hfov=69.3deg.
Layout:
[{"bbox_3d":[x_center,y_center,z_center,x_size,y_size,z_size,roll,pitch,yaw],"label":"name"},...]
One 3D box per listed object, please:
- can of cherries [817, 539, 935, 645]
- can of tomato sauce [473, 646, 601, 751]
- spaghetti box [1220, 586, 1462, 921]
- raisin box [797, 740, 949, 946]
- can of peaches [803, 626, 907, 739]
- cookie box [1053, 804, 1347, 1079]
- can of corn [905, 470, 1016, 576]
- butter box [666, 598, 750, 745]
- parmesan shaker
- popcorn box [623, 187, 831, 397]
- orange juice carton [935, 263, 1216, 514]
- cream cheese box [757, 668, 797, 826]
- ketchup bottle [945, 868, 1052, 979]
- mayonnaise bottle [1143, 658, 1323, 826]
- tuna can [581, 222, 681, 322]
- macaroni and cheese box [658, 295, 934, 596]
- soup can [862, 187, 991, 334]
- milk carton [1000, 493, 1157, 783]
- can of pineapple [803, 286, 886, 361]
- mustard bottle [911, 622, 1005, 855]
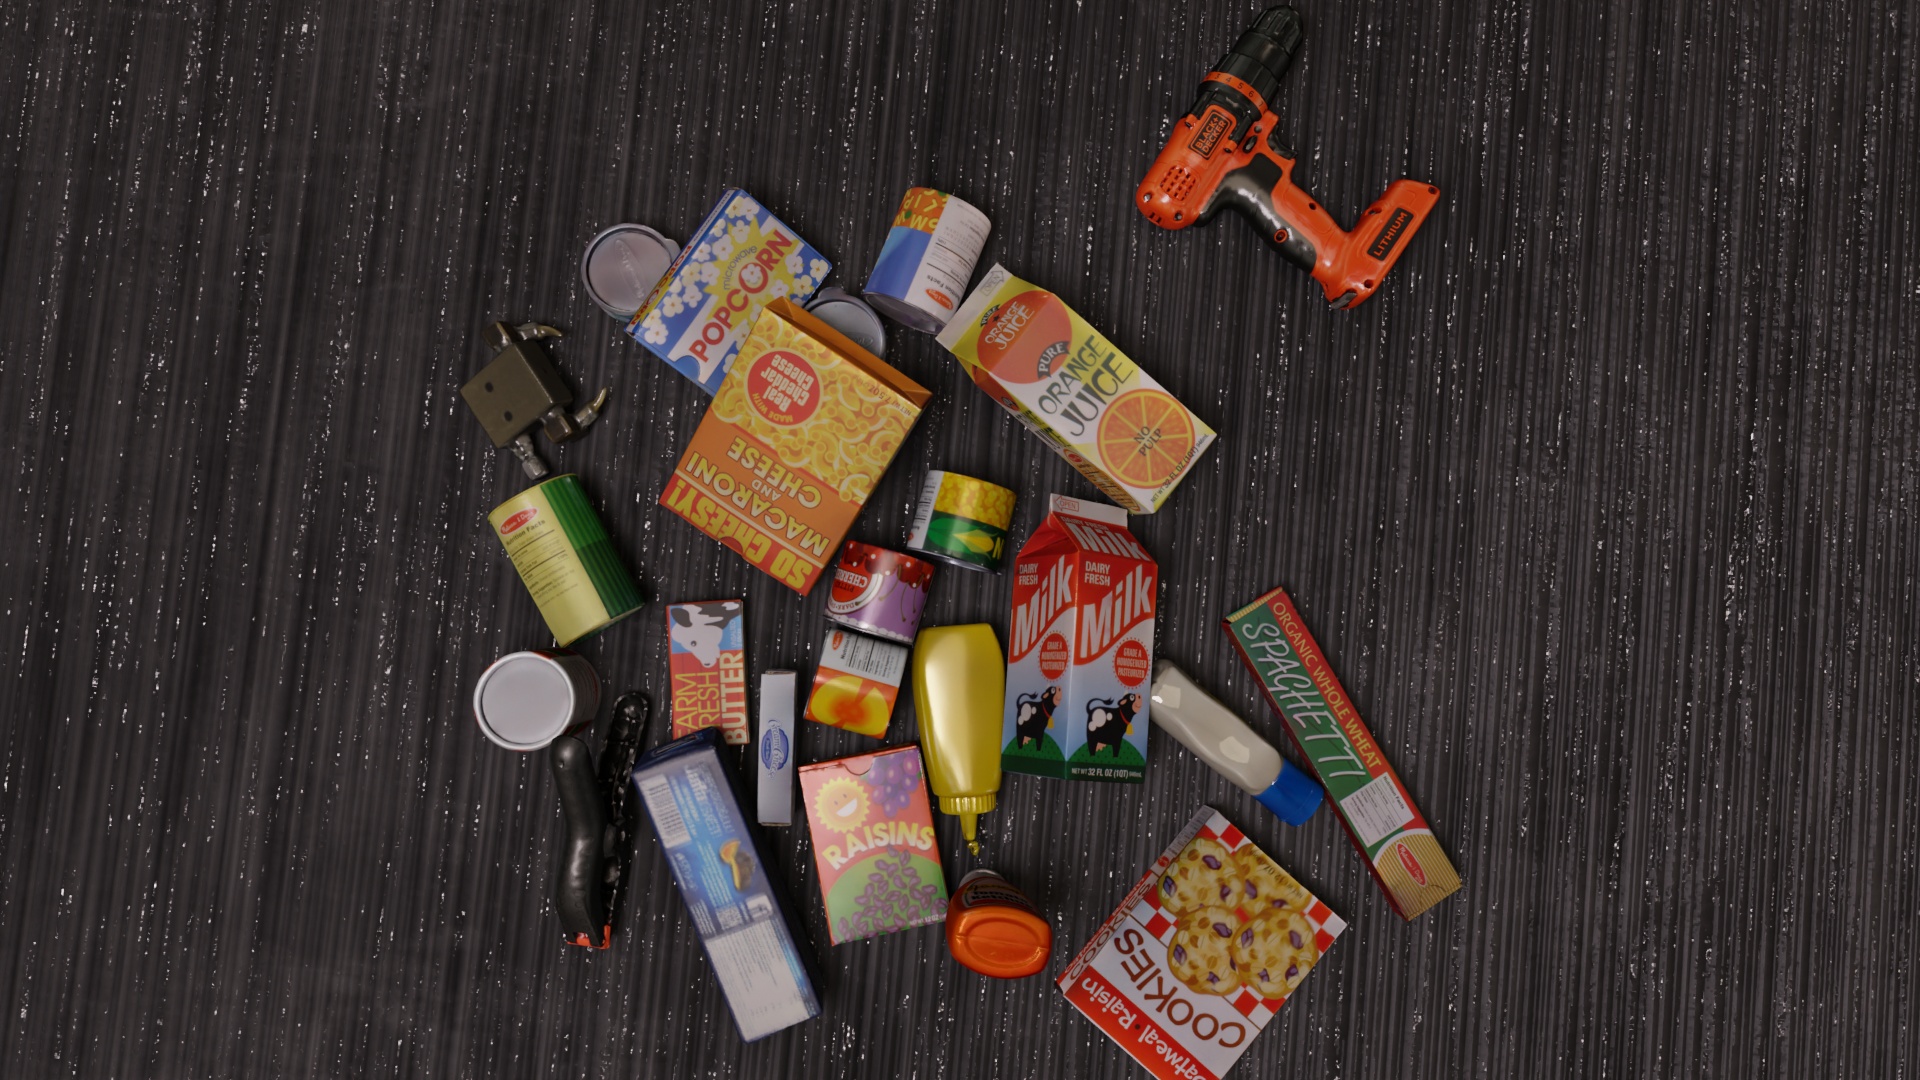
[{"bbox_3d":[-0.058,0.035,0.961,0.071,0.071,0.058,17,86,-2],"label":"can of cherries"},{"bbox_3d":[-0.285,0.107,0.936,0.071,0.083,0.071,0,87,-3],"label":"can of tomato sauce"},{"bbox_3d":[0.271,0.150,0.994,0.050,0.028,0.250,-31,89,-5],"label":"spaghetti box"},{"bbox_3d":[-0.060,0.209,0.965,0.086,0.040,0.123,-11,87,-3],"label":"raisin box"},{"bbox_3d":[-0.072,0.100,0.959,0.058,0.071,0.071,15,86,-3],"label":"can of peaches"},{"bbox_3d":[0.167,0.290,0.974,0.123,0.040,0.167,41,84,0],"label":"cookie box"},{"bbox_3d":[0.003,-0.012,0.970,0.071,0.071,0.058,16,86,-2],"label":"can of corn"},{"bbox_3d":[-0.176,0.094,0.973,0.053,0.024,0.103,-3,87,-4],"label":"butter box"},{"bbox_3d":[-0.270,0.016,0.953,0.071,0.071,0.103,-29,90,-4],"label":"parmesan shaker"},{"bbox_3d":[-0.161,-0.169,0.966,0.085,0.038,0.127,38,84,-30],"label":"popcorn box"},{"bbox_3d":[0.077,-0.105,0.968,0.192,0.073,0.072,40,85,-6],"label":"orange juice carton"},{"bbox_3d":[-0.126,0.141,0.958,0.024,0.053,0.104,1,87,-5],"label":"cream cheese box"},{"bbox_3d":[0.020,0.248,0.913,0.065,0.148,0.043,10,86,-3],"label":"ketchup bottle"},{"bbox_3d":[0.187,0.142,0.975,0.148,0.064,0.041,38,84,-5],"label":"mayonnaise bottle"},{"bbox_3d":[-0.229,-0.189,0.982,0.071,0.033,0.071,0,87,-3],"label":"tuna can"},{"bbox_3d":[-0.114,-0.061,0.942,0.124,0.040,0.165,33,114,-1],"label":"macaroni and cheese box"},{"bbox_3d":[-0.025,-0.197,0.981,0.071,0.071,0.084,22,85,-2],"label":"soup can"},{"bbox_3d":[0.082,0.067,0.950,0.072,0.073,0.190,11,80,-34],"label":"milk carton"},{"bbox_3d":[-0.085,-0.136,0.975,0.071,0.058,0.071,0,87,-4],"label":"can of pineapple"},{"bbox_3d":[0.001,0.138,0.968,0.065,0.049,0.160,-3,87,-8],"label":"mustard bottle"}]
